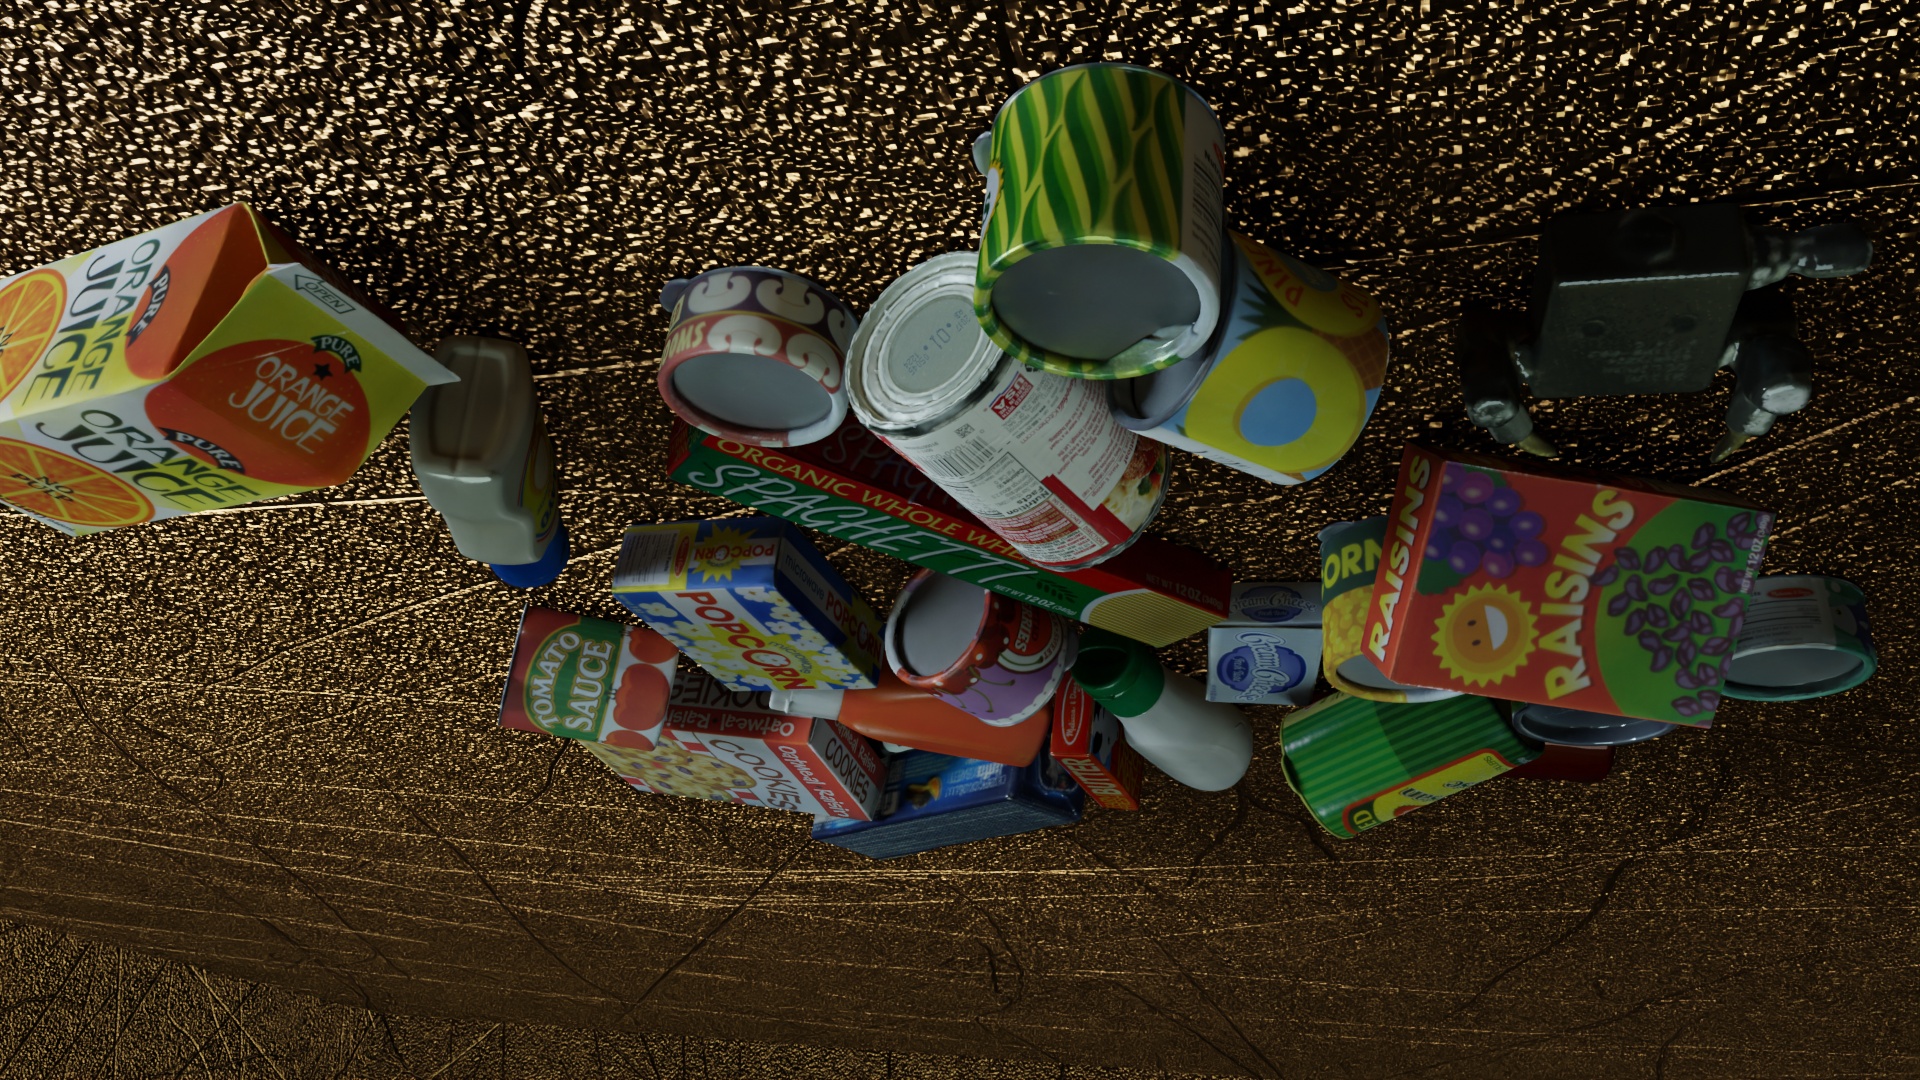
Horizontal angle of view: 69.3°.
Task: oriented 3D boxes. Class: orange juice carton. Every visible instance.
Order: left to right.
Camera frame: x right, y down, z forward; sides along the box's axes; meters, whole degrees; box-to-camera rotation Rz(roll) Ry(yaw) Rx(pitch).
[{"bbox_3d":[-0.270,-0.058,0.487,0.192,0.073,0.071,-7,150,25],"label":"orange juice carton"}]

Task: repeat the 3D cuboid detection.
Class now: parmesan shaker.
[{"bbox_3d":[0.213,0.092,0.659,0.102,0.071,0.071,-33,136,31],"label":"parmesan shaker"}]

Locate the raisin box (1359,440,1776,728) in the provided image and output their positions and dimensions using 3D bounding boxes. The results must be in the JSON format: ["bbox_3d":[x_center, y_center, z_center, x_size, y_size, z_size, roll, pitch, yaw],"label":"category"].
[{"bbox_3d":[0.219,0.016,0.510,0.123,0.086,0.040,8,-166,-4],"label":"raisin box"}]

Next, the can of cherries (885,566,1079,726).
[{"bbox_3d":[0.010,0.044,0.640,0.071,0.072,0.058,-17,144,39],"label":"can of cherries"}]

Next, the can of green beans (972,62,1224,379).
[{"bbox_3d":[0.038,-0.085,0.379,0.071,0.058,0.071,5,154,3],"label":"can of green beans"}]

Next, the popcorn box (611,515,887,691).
[{"bbox_3d":[-0.098,0.034,0.673,0.085,0.038,0.126,-4,152,19],"label":"popcorn box"}]

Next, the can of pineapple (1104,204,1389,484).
[{"bbox_3d":[0.086,-0.057,0.418,0.058,0.071,0.070,18,152,-23],"label":"can of pineapple"}]

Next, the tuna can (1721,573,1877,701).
[{"bbox_3d":[0.353,0.044,0.596,0.071,0.033,0.070,5,153,3],"label":"tuna can"}]

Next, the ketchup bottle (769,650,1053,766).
[{"bbox_3d":[-0.028,0.086,0.756,0.149,0.044,0.064,11,139,-8],"label":"ketchup bottle"}]

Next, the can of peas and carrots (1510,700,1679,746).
[{"bbox_3d":[0.270,0.050,0.600,0.071,0.059,0.070,6,153,3],"label":"can of peas and carrots"}]

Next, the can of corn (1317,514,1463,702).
[{"bbox_3d":[0.182,0.029,0.576,0.071,0.058,0.071,5,153,3],"label":"can of corn"}]

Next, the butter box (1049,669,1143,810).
[{"bbox_3d":[0.078,0.110,0.772,0.024,0.053,0.103,-3,152,22],"label":"butter box"}]

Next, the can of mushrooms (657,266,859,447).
[{"bbox_3d":[-0.071,-0.062,0.479,0.071,0.033,0.070,5,155,3],"label":"can of mushrooms"}]

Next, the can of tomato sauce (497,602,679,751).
[{"bbox_3d":[-0.199,0.075,0.745,0.083,0.071,0.071,13,153,-14],"label":"can of tomato sauce"}]

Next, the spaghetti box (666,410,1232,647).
[{"bbox_3d":[0.002,-0.007,0.579,0.250,0.029,0.050,20,150,-26],"label":"spaghetti box"}]

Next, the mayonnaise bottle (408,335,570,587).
[{"bbox_3d":[-0.184,-0.022,0.558,0.041,0.065,0.147,5,158,-6],"label":"mayonnaise bottle"}]

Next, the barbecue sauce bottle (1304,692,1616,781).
[{"bbox_3d":[0.255,0.099,0.719,0.148,0.044,0.064,0,153,15],"label":"barbecue sauce bottle"}]

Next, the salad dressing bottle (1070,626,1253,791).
[{"bbox_3d":[0.107,0.089,0.735,0.064,0.044,0.147,-3,152,34],"label":"salad dressing bottle"}]

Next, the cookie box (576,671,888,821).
[{"bbox_3d":[-0.142,0.121,0.841,0.167,0.040,0.122,3,150,18],"label":"cookie box"}]

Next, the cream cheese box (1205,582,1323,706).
[{"bbox_3d":[0.146,0.052,0.669,0.053,0.024,0.103,0,153,9],"label":"cream cheese box"}]
